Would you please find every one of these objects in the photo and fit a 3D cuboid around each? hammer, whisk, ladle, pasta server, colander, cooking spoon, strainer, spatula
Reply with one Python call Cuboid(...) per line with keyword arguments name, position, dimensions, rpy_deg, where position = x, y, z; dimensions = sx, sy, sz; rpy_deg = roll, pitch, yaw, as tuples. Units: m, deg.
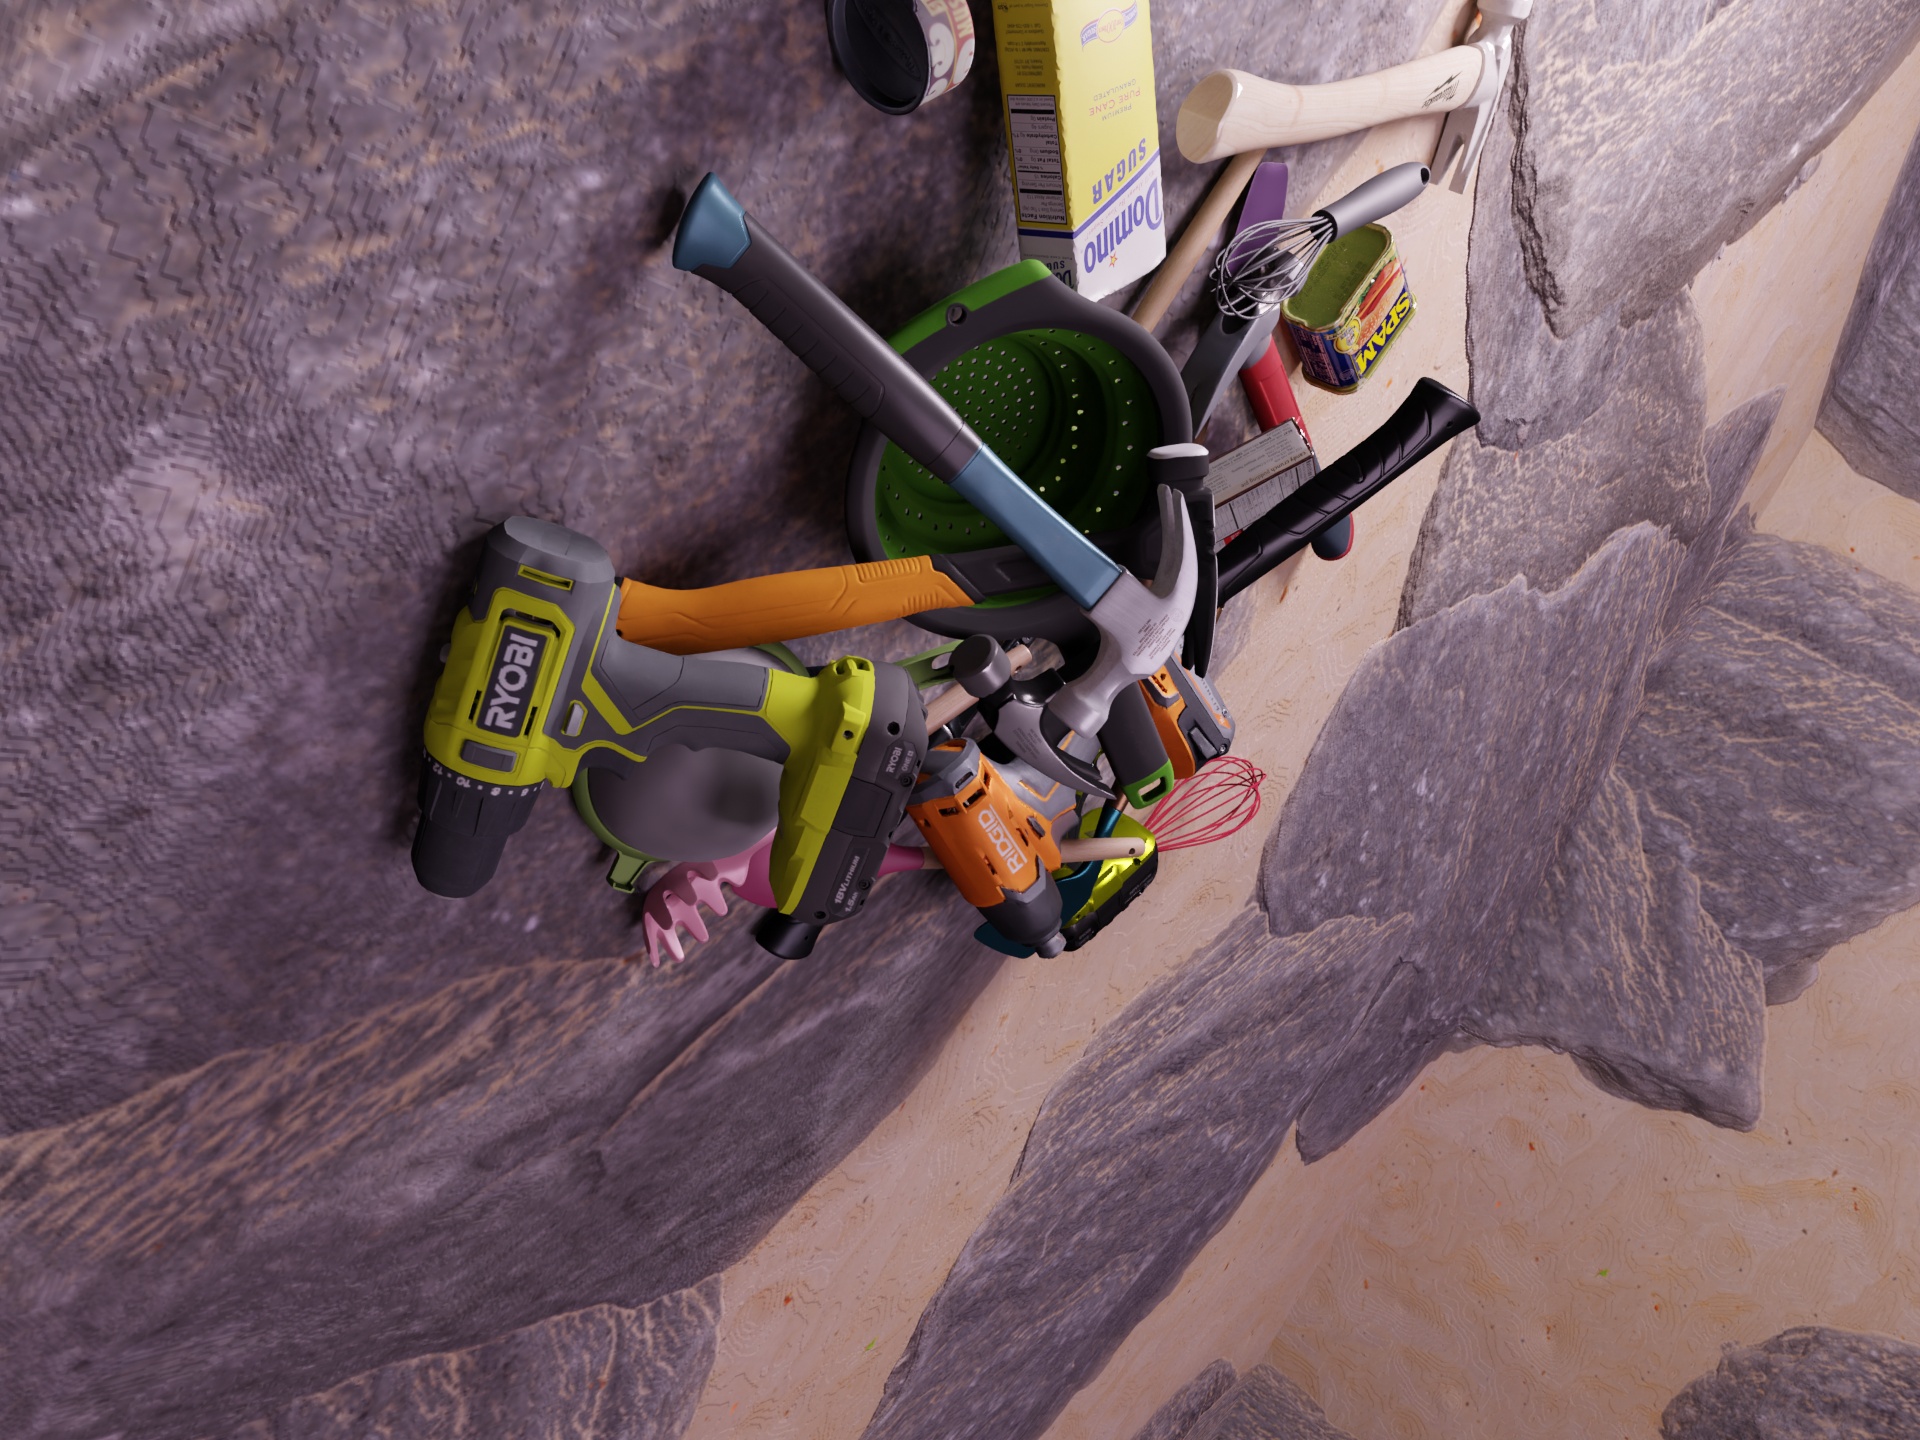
Cuboid(name="hammer", position=(0.267, -0.406, 1.068), dimensions=(0.410, 0.038, 0.146), rpy_deg=(-29, 141, -43))
Cuboid(name="whisk", position=(0.163, 0.106, 1.396), dimensions=(0.296, 0.073, 0.073), rpy_deg=(-27, 138, -30))
Cuboid(name="ladle", position=(0.127, -0.258, 1.019), dimensions=(0.078, 0.062, 0.320), rpy_deg=(35, 85, -39))
Cuboid(name="hammer", position=(0.161, -0.084, 0.929), dimensions=(0.335, 0.035, 0.146), rpy_deg=(-37, 130, 3))
Cuboid(name="pasta server", position=(-0.073, 0.045, 1.003), dimensions=(0.316, 0.040, 0.060), rpy_deg=(-35, 157, -20))
Cuboid(name="colander", position=(0.048, -0.099, 0.951), dimensions=(0.204, 0.095, 0.396), rpy_deg=(-30, 131, -3))
Cuboid(name="hammer", position=(0.247, -0.199, 1.229), dimensions=(0.143, 0.038, 0.386), rpy_deg=(-58, 152, -4))
Cuboid(name="cooking spoon", position=(-0.005, 0.092, 1.083), dimensions=(0.318, 0.017, 0.068), rpy_deg=(0, 110, -30))
Cuboid(name="hammer", position=(-0.010, -0.136, 0.784), dimensions=(0.330, 0.033, 0.128), rpy_deg=(40, 93, -21))
Cuboid(name="whisk", position=(0.242, -0.324, 1.051), dimensions=(0.239, 0.055, 0.055), rpy_deg=(-35, 143, -32))
Cuboid(name="strainer", position=(-0.088, 0.012, 0.898), dimensions=(0.256, 0.069, 0.151), rpy_deg=(-20, 129, -24))
Cuboid(name="hammer", position=(-0.025, -0.063, 0.840), dimensions=(0.337, 0.034, 0.127), rpy_deg=(-9, 107, -11))
Cuboid(name="spatula", position=(0.178, -0.238, 1.139), dimensions=(0.059, 0.018, 0.315), rpy_deg=(-18, 131, -49))
Cuboid(name="spatula", position=(0.115, 0.038, 1.178), dimensions=(0.082, 0.044, 0.317), rpy_deg=(32, 84, -51))
Cuboid(name="hammer", position=(-0.002, -0.003, 1.092), dimensions=(0.409, 0.036, 0.149), rpy_deg=(-52, 147, -7))

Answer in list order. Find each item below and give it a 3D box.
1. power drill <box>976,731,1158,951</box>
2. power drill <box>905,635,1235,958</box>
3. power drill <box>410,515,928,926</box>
Cuboid(name="power drill", position=(0.094, 0.060, 1.243), dimensions=(0.171, 0.080, 0.223), rpy_deg=(-37, 140, -27))
Cuboid(name="power drill", position=(0.080, 0.043, 1.080), dimensions=(0.226, 0.084, 0.164), rpy_deg=(-39, 109, -23))
Cuboid(name="power drill", position=(-0.148, 0.022, 0.785), dimensions=(0.228, 0.080, 0.190), rpy_deg=(17, 108, -16))
